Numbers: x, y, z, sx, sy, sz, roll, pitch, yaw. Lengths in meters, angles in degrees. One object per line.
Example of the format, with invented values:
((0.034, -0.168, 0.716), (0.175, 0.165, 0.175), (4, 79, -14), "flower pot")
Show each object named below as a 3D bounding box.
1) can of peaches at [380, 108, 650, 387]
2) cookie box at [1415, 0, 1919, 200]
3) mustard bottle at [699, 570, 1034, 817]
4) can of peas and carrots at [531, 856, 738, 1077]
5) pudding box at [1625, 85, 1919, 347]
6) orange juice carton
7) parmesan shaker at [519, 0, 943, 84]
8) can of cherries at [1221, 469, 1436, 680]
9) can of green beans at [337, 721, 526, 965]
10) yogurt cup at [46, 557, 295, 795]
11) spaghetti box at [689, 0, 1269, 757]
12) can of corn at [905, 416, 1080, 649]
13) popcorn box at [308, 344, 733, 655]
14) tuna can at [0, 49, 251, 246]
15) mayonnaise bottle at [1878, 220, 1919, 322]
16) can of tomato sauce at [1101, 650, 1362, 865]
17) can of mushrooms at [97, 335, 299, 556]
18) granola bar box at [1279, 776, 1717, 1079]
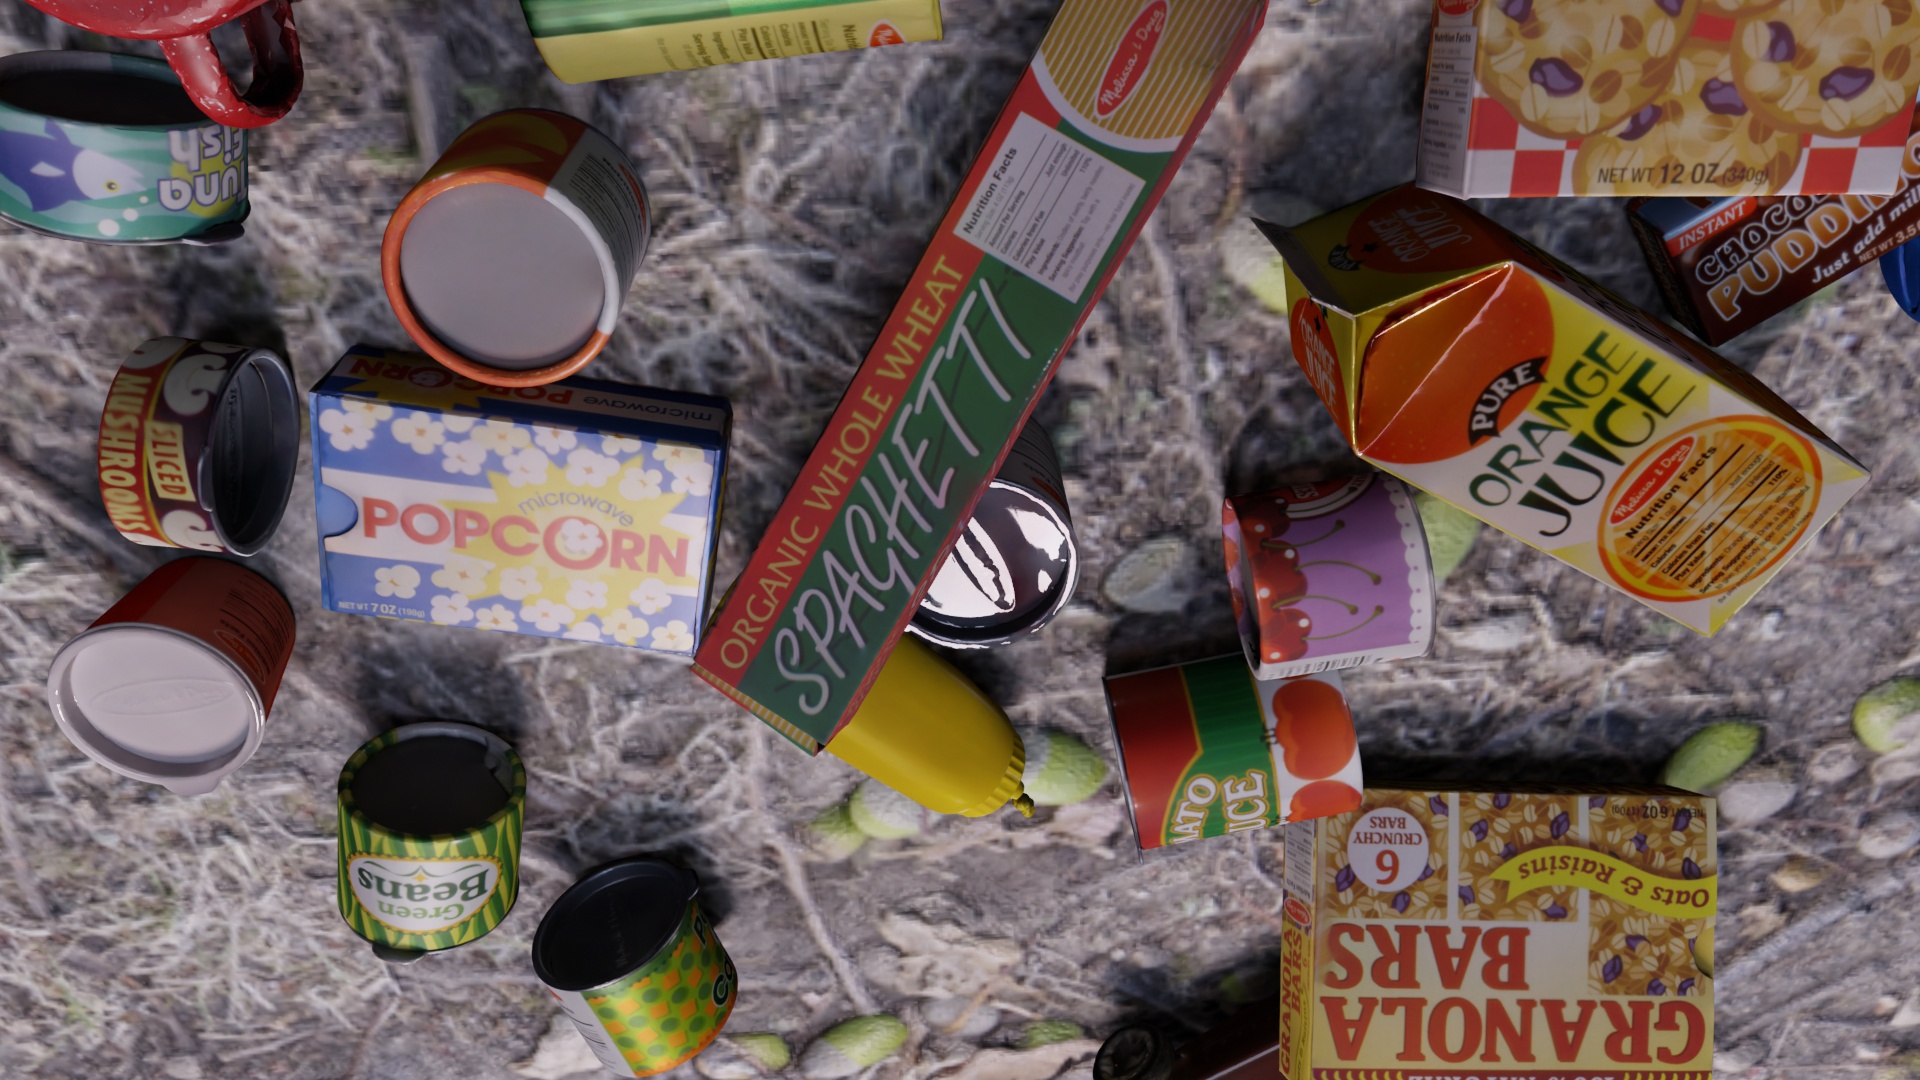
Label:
((-0.131, -0.085, 0.409), (0.071, 0.058, 0.071), (-2, 122, -3), "can of peaches")
((0.194, -0.176, 0.363), (0.123, 0.040, 0.166), (-1, 110, -3), "cookie box")
((-0.021, 0.064, 0.507), (0.160, 0.065, 0.049), (40, 70, -39), "mustard bottle")
((-0.129, 0.172, 0.567), (0.071, 0.071, 0.058), (-15, 122, 6), "can of peas and carrots")
((0.261, -0.105, 0.435), (0.083, 0.030, 0.049), (-31, 117, 15), "pudding box")
((0.178, -0.049, 0.441), (0.193, 0.072, 0.072), (24, 118, -17), "orange juice carton")
((-0.059, -0.159, 0.359), (0.103, 0.071, 0.071), (-6, 122, 1), "parmesan shaker")
((0.125, 0.009, 0.480), (0.058, 0.072, 0.071), (-9, 122, 4), "can of cherries")
((-0.199, 0.111, 0.523), (0.071, 0.071, 0.057), (9, 121, -9), "can of green beans")
((-0.269, 0.042, 0.483), (0.072, 0.054, 0.072), (-2, 122, -2), "yogurt cup")
((0.002, -0.055, 0.403), (0.050, 0.029, 0.249), (32, 99, 7), "spaghetti box")
((0.002, -0.006, 0.466), (0.071, 0.058, 0.070), (-2, 122, -2), "can of corn")
((-0.145, -0.012, 0.466), (0.127, 0.038, 0.084), (8, 122, -8), "popcorn box")
((-0.231, -0.108, 0.383), (0.071, 0.071, 0.032), (10, 121, -9), "tuna can")
((0.371, -0.112, 0.431), (0.148, 0.041, 0.064), (-22, 121, 11), "mayonnaise bottle")
((0.100, 0.077, 0.517), (0.083, 0.071, 0.071), (-12, 122, 4), "can of tomato sauce")
((-0.235, -0.029, 0.431), (0.033, 0.071, 0.070), (7, 122, -5), "can of mushrooms")
((0.215, 0.159, 0.557), (0.166, 0.039, 0.124), (2, 88, -5), "granola bar box")
